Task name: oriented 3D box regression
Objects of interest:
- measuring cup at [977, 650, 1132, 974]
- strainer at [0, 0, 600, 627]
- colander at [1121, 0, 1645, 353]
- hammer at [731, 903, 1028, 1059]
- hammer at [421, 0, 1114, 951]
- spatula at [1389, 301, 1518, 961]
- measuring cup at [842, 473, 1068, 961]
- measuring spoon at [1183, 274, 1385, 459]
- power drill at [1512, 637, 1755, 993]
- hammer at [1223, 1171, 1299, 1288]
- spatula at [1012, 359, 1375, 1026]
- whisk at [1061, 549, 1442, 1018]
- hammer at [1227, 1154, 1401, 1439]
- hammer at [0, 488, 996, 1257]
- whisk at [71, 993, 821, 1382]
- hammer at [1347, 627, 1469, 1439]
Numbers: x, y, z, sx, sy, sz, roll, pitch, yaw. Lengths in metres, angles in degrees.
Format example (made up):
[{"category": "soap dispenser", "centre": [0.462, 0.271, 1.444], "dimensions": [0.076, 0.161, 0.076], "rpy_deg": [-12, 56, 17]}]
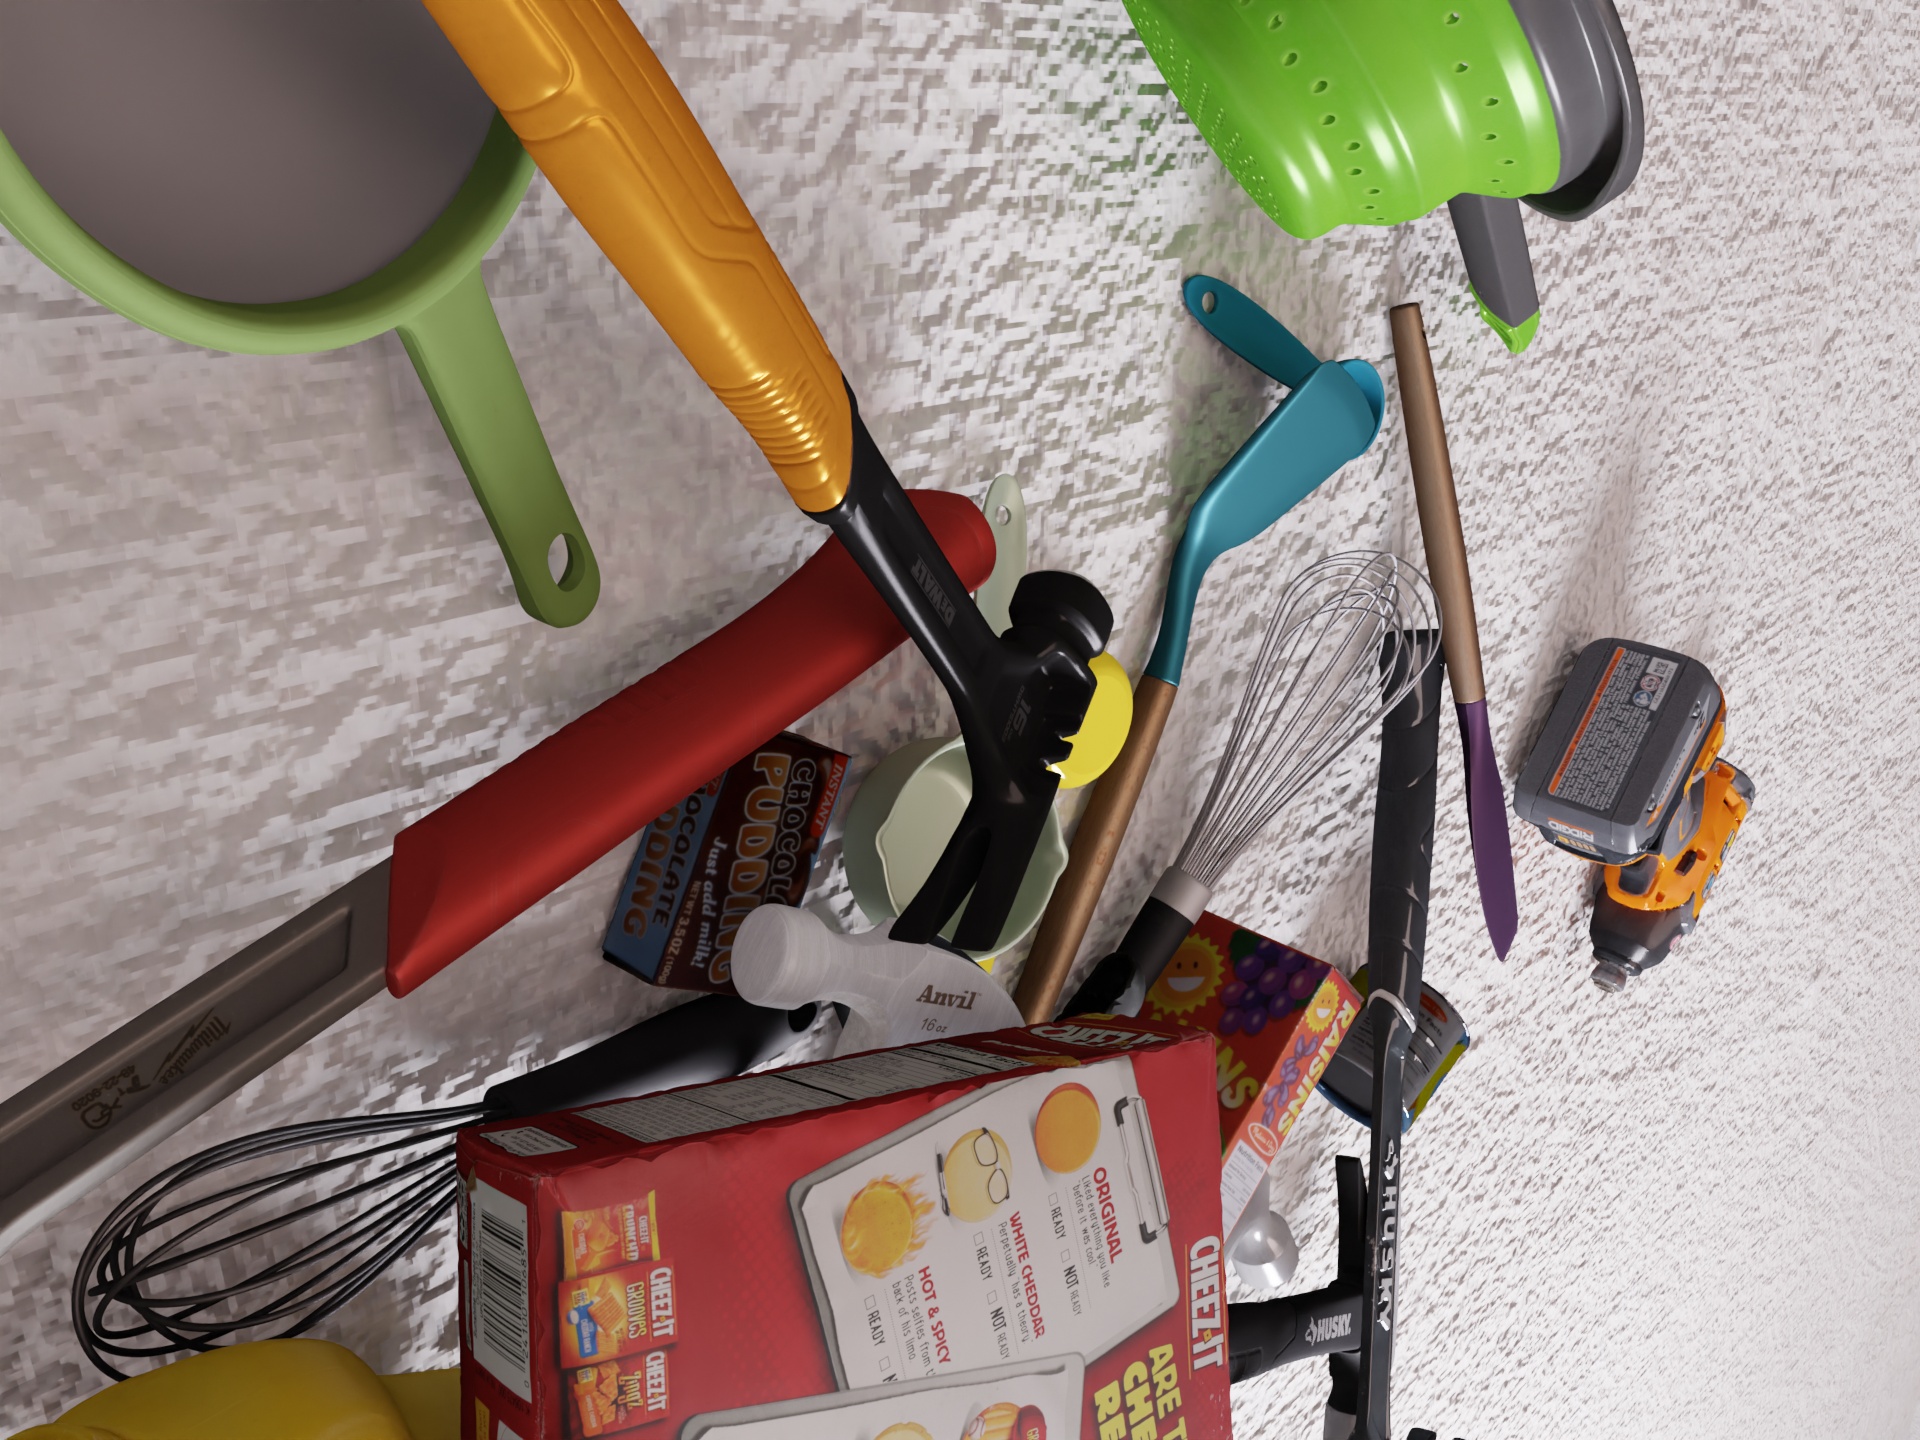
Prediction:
[{"category": "measuring cup", "centre": [0.027, 0.045, 0.596], "dimensions": [0.062, 0.029, 0.156], "rpy_deg": [12, 94, -47]}, {"category": "strainer", "centre": [-0.144, -0.119, 0.349], "dimensions": [0.151, 0.069, 0.256], "rpy_deg": [-56, 152, -31]}, {"category": "colander", "centre": [0.149, -0.206, 0.579], "dimensions": [0.094, 0.205, 0.396], "rpy_deg": [-36, 155, 13]}, {"category": "hammer", "centre": [-0.073, 0.216, 0.521], "dimensions": [0.128, 0.033, 0.331], "rpy_deg": [17, 102, -39]}, {"category": "hammer", "centre": [-0.047, -0.075, 0.372], "dimensions": [0.336, 0.034, 0.127], "rpy_deg": [55, 48, -46]}, {"category": "spatula", "centre": [0.230, -0.034, 0.734], "dimensions": [0.060, 0.018, 0.315], "rpy_deg": [-36, 116, -53]}, {"category": "measuring cup", "centre": [-0.001, -0.002, 0.553], "dimensions": [0.083, 0.038, 0.167], "rpy_deg": [9, 84, -37]}, {"category": "measuring spoon", "centre": [0.126, -0.145, 0.642], "dimensions": [0.128, 0.021, 0.042], "rpy_deg": [24, 88, -38]}, {"category": "power drill", "centre": [0.405, 0.066, 0.953], "dimensions": [0.226, 0.084, 0.164], "rpy_deg": [40, 76, -49]}, {"category": "hammer", "centre": [0.061, 0.346, 0.649], "dimensions": [0.406, 0.035, 0.143], "rpy_deg": [-60, 138, -40]}, {"category": "spatula", "centre": [0.078, 0.012, 0.626], "dimensions": [0.082, 0.044, 0.317], "rpy_deg": [21, 91, -62]}, {"category": "whisk", "centre": [0.109, 0.046, 0.668], "dimensions": [0.284, 0.070, 0.070], "rpy_deg": [-56, 136, -8]}, {"category": "hammer", "centre": [0.137, 0.268, 0.709], "dimensions": [0.334, 0.035, 0.146], "rpy_deg": [26, 68, -56]}, {"category": "hammer", "centre": [-0.105, 0.034, 0.401], "dimensions": [0.359, 0.149, 0.036], "rpy_deg": [-37, 157, -38]}, {"category": "whisk", "centre": [-0.128, 0.118, 0.456], "dimensions": [0.239, 0.055, 0.055], "rpy_deg": [-16, 116, -46]}, {"category": "hammer", "centre": [0.199, 0.154, 0.724], "dimensions": [0.149, 0.036, 0.409], "rpy_deg": [18, 74, -48]}]
